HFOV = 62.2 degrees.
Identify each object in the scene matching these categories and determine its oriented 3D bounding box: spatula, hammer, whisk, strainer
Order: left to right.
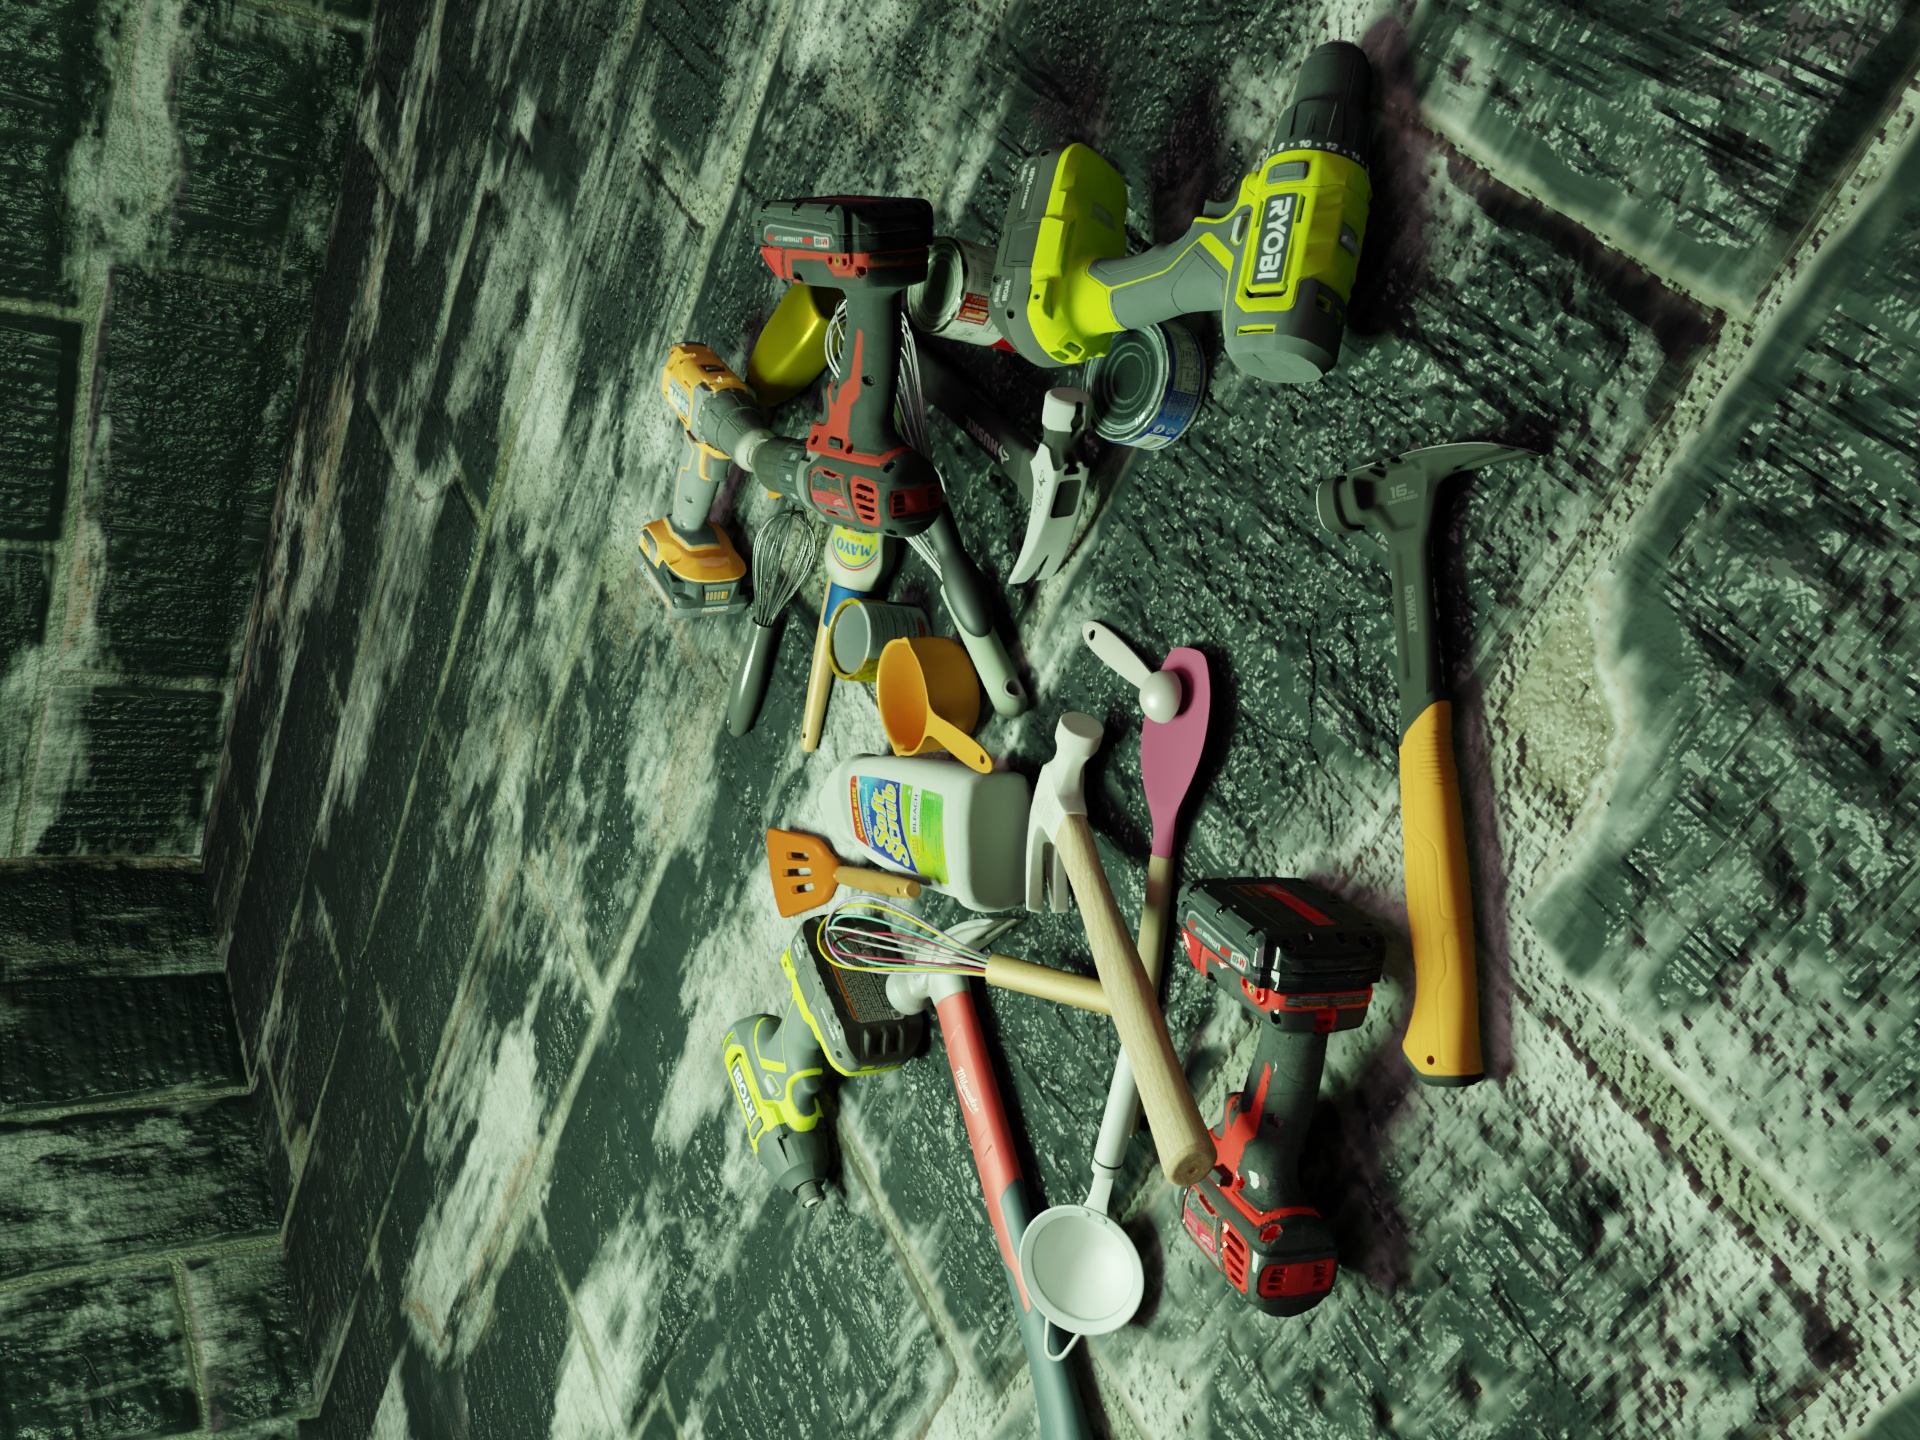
[{"bbox_3d":[-0.174,-0.085,1.421,0.055,0.055,0.238,48,130,43],"label":"whisk"},{"bbox_3d":[-0.095,0.126,1.264,0.322,0.041,0.081,174,88,-70],"label":"spatula"},{"bbox_3d":[-0.032,-0.190,1.163,0.070,0.070,0.285,-35,71,47],"label":"whisk"},{"bbox_3d":[-0.007,-0.107,1.185,0.059,0.057,0.246,-52,56,50],"label":"whisk"},{"bbox_3d":[-0.001,-0.230,1.183,0.335,0.035,0.146,51,143,47],"label":"hammer"},{"bbox_3d":[0.003,0.171,1.105,0.245,0.047,0.051,10,119,30],"label":"whisk"},{"bbox_3d":[0.042,0.331,1.111,0.143,0.038,0.387,-40,57,43],"label":"hammer"},{"bbox_3d":[0.095,0.292,1.022,0.087,0.050,0.258,18,108,22],"label":"strainer"},{"bbox_3d":[0.093,0.143,0.977,0.332,0.031,0.130,-107,26,-52],"label":"hammer"},{"bbox_3d":[0.254,0.023,0.841,0.127,0.034,0.337,-10,80,54],"label":"hammer"}]

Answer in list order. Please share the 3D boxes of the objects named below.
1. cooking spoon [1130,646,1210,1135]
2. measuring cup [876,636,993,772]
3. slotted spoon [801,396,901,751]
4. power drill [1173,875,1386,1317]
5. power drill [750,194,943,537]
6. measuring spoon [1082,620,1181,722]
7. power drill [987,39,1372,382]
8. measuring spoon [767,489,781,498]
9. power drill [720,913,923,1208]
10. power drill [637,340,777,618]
[{"bbox_3d":[0.127,0.112,1.022,0.069,0.017,0.319,18,102,62],"label":"cooking spoon"},{"bbox_3d":[-0.002,-0.004,1.161,0.174,0.052,0.095,38,129,52],"label":"measuring cup"},{"bbox_3d":[-0.101,-0.121,1.337,0.070,0.031,0.313,28,112,46],"label":"slotted spoon"},{"bbox_3d":[0.167,0.206,0.906,0.143,0.078,0.219,-144,56,-69],"label":"power drill"},{"bbox_3d":[-0.091,-0.248,1.118,0.188,0.080,0.226,22,121,46],"label":"power drill"},{"bbox_3d":[0.106,-0.037,1.047,0.124,0.018,0.034,49,125,52],"label":"measuring spoon"},{"bbox_3d":[0.137,-0.299,0.953,0.229,0.080,0.190,7,83,41],"label":"power drill"},{"bbox_3d":[-0.145,-0.224,1.413,0.117,0.011,0.021,-26,68,50],"label":"measuring spoon"},{"bbox_3d":[-0.118,0.278,1.301,0.223,0.080,0.171,-59,45,38],"label":"power drill"},{"bbox_3d":[-0.223,-0.204,1.432,0.186,0.084,0.226,48,135,44],"label":"power drill"}]
